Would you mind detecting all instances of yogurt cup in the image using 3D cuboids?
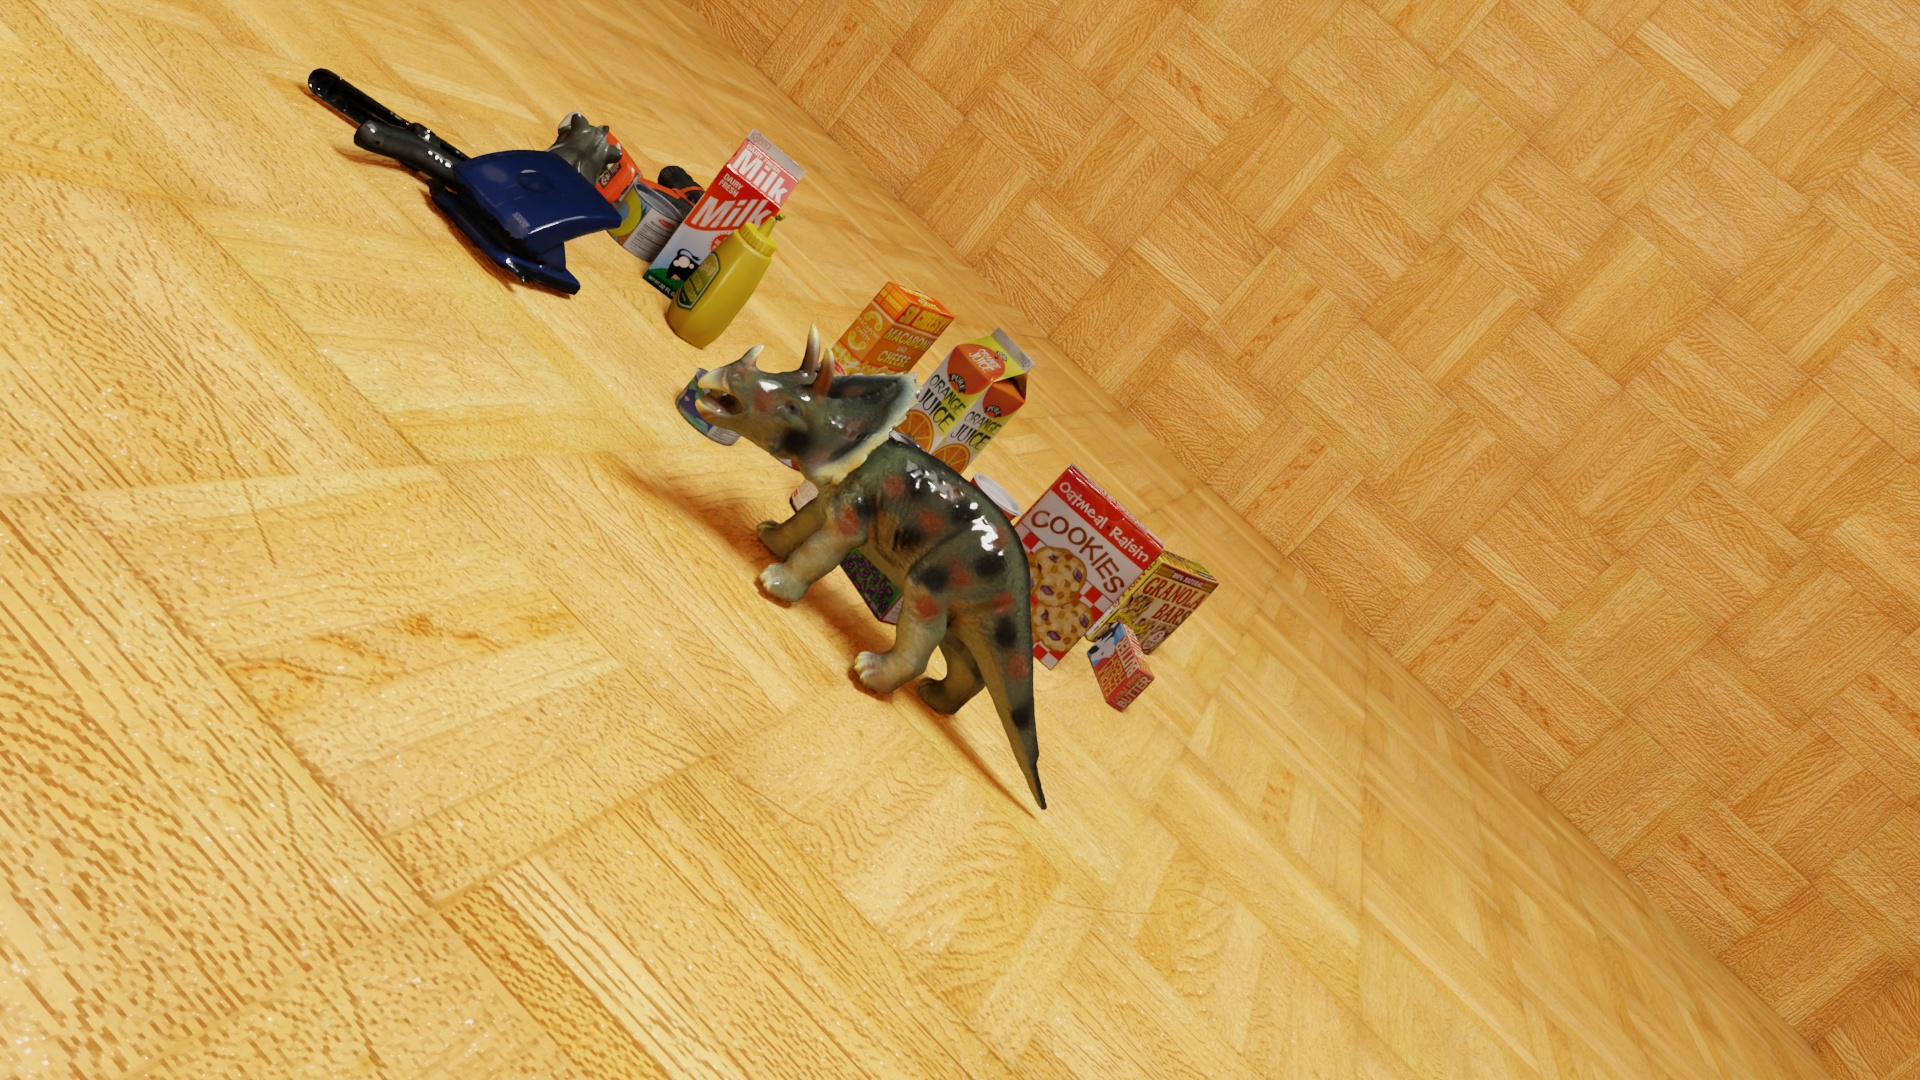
[{"bbox_3d":[0.026,-0.035,1.564,0.072,0.054,0.072,38,16,-13],"label":"yogurt cup"}]

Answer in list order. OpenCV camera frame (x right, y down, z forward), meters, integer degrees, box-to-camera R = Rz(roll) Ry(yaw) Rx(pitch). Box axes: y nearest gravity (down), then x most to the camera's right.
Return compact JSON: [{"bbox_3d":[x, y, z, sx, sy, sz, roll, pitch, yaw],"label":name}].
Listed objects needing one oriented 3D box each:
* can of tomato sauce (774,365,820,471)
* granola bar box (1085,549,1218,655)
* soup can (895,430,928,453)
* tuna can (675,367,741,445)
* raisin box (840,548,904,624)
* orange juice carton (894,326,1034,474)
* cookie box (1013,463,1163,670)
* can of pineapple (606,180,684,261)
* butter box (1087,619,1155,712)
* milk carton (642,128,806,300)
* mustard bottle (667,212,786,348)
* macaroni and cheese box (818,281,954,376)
[{"bbox_3d":[-0.145,-0.116,1.317,0.071,0.083,0.071,38,16,-13],"label":"can of tomato sauce"},{"bbox_3d":[0.216,0.070,1.606,0.039,0.124,0.165,51,18,30],"label":"granola bar box"},{"bbox_3d":[-0.071,-0.055,1.331,0.071,0.083,0.071,38,16,-13],"label":"soup can"},{"bbox_3d":[-0.220,-0.120,1.240,0.071,0.032,0.071,38,16,-13],"label":"tuna can"},{"bbox_3d":[-0.041,-0.001,1.183,0.040,0.123,0.086,22,25,-51],"label":"raisin box"},{"bbox_3d":[0.000,-0.145,1.537,0.073,0.192,0.072,21,26,-54],"label":"orange juice carton"},{"bbox_3d":[0.099,0.026,1.366,0.123,0.167,0.040,41,15,-2],"label":"cookie box"},{"bbox_3d":[-0.343,-0.346,1.506,0.071,0.057,0.071,38,16,-13],"label":"can of pineapple"},{"bbox_3d":[0.168,0.131,1.460,0.024,0.053,0.104,36,17,-22],"label":"butter box"},{"bbox_3d":[-0.247,-0.336,1.463,0.072,0.190,0.074,37,16,-17],"label":"milk carton"},{"bbox_3d":[-0.228,-0.267,1.381,0.049,0.160,0.065,28,20,-41],"label":"mustard bottle"},{"bbox_3d":[-0.094,-0.200,1.510,0.040,0.166,0.124,46,16,15],"label":"macaroni and cheese box"}]
